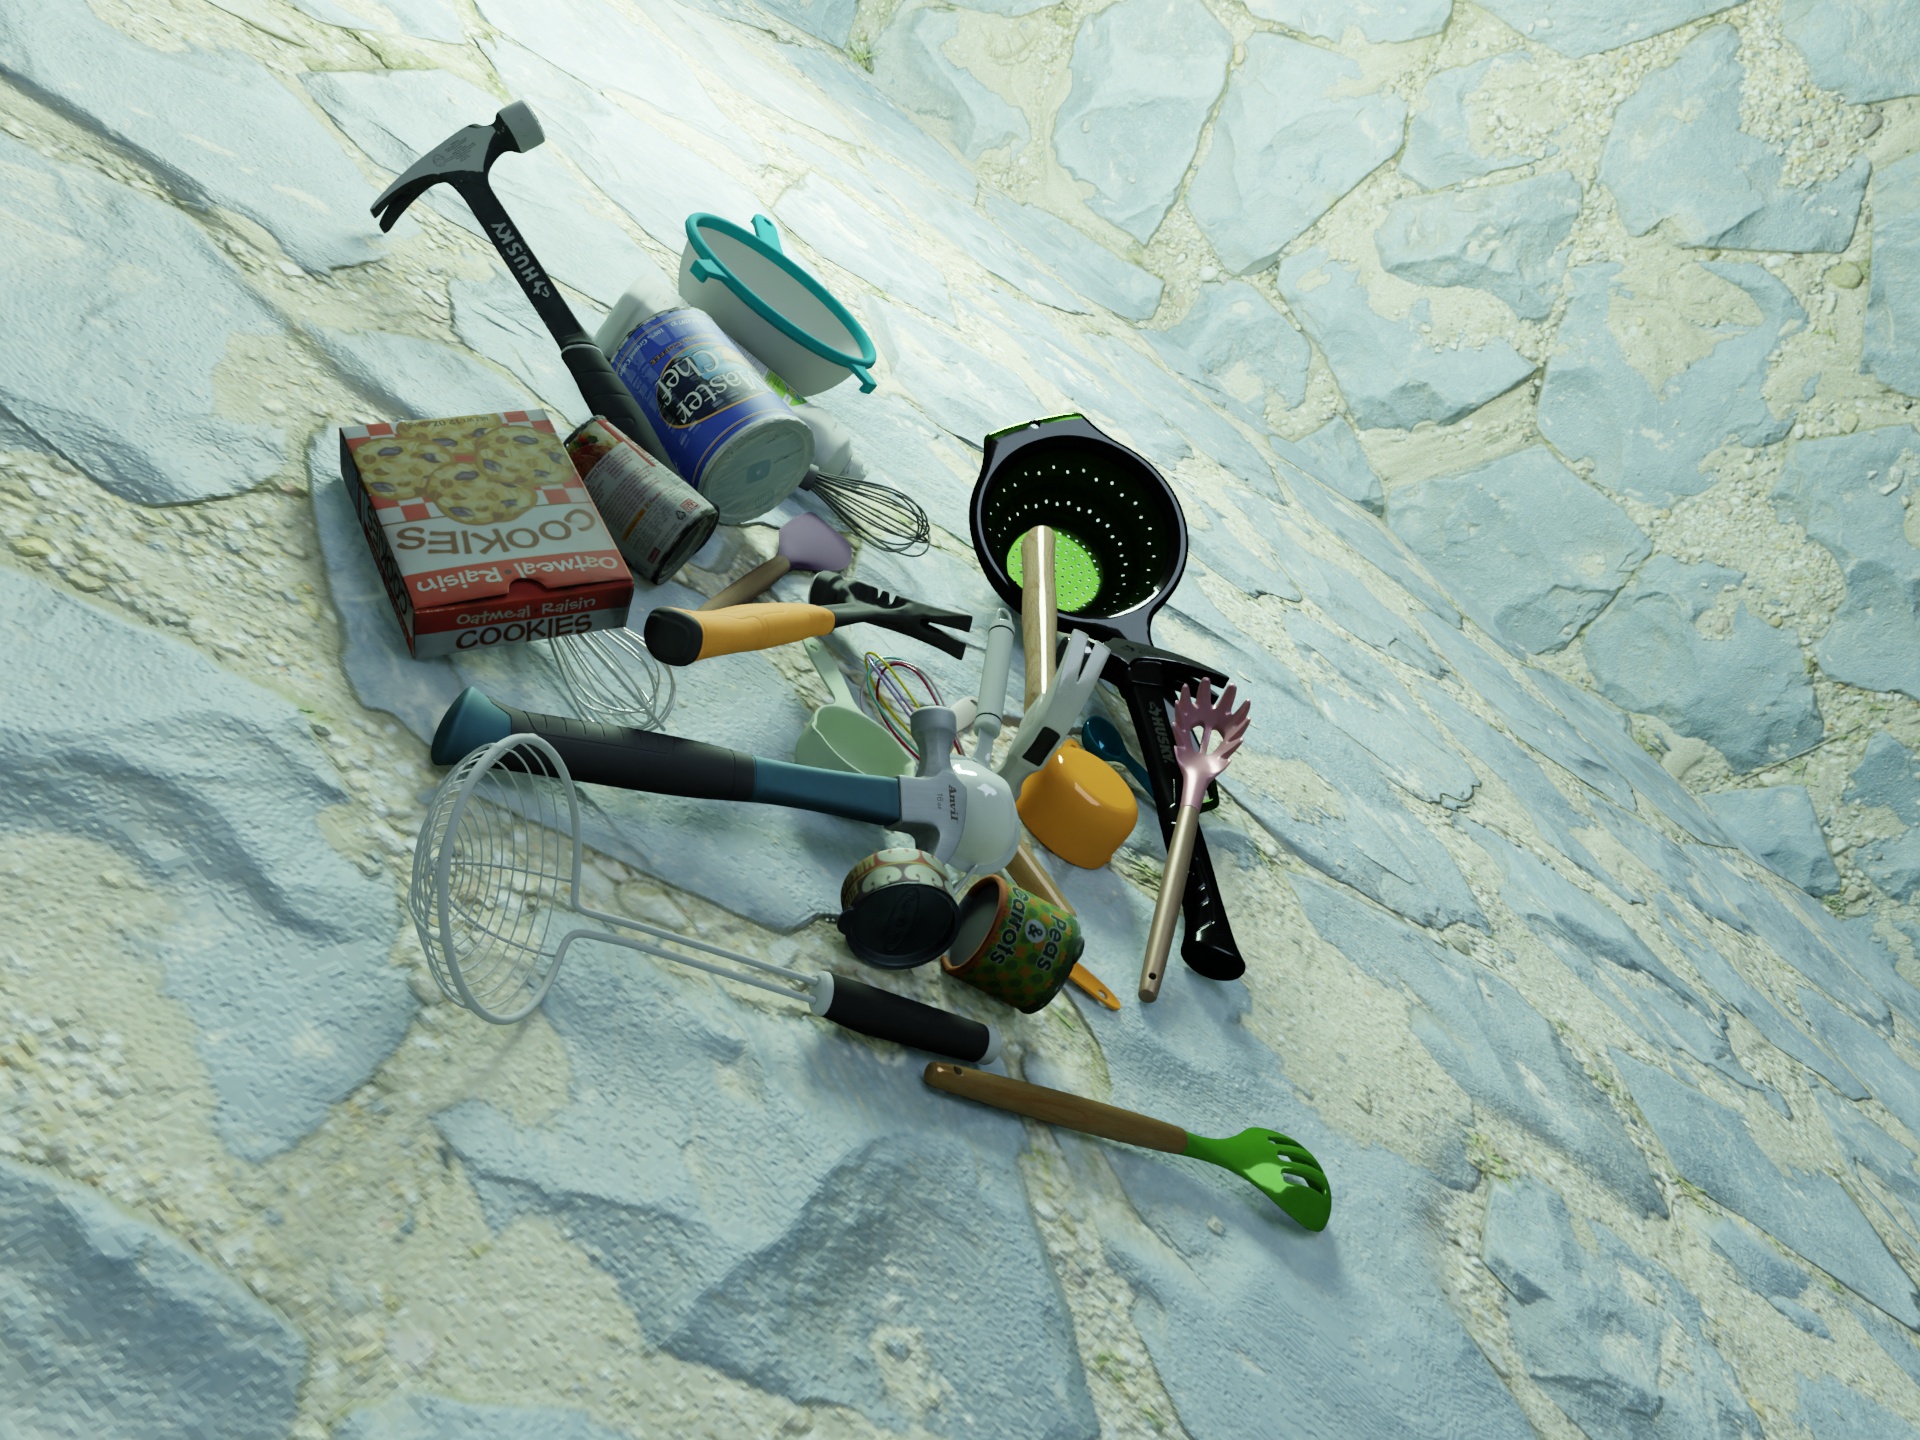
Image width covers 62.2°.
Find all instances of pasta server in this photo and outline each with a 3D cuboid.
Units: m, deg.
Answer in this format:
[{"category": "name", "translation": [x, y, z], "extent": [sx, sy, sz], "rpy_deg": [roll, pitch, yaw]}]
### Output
[{"category": "pasta server", "translation": [0.166, 0.081, 1.173], "extent": [0.060, 0.040, 0.316], "rpy_deg": [14, 42, 8]}]

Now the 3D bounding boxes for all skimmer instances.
[{"category": "skimmer", "translation": [-0.100, 0.115, 0.775], "extent": [0.363, 0.090, 0.127], "rpy_deg": [25, 60, -34]}]

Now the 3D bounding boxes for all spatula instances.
[{"category": "spatula", "translation": [-0.141, -0.109, 1.188], "extent": [0.060, 0.018, 0.316], "rpy_deg": [39, 23, -1]}]

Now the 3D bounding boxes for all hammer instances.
[{"category": "hammer", "translation": [-0.133, 0.029, 0.901], "extent": [0.330, 0.033, 0.128], "rpy_deg": [12, 64, -36]}, {"category": "hammer", "translation": [0.063, -0.070, 1.248], "extent": [0.031, 0.130, 0.332], "rpy_deg": [29, 29, -15]}, {"category": "hammer", "translation": [-0.101, -0.062, 1.045], "extent": [0.127, 0.034, 0.337], "rpy_deg": [19, 12, 16]}, {"category": "hammer", "translation": [0.171, 0.061, 1.249], "extent": [0.146, 0.035, 0.335], "rpy_deg": [8, 43, -17]}, {"category": "hammer", "translation": [-0.297, -0.286, 1.188], "extent": [0.409, 0.149, 0.036], "rpy_deg": [56, -8, 17]}]

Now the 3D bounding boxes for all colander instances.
[{"category": "colander", "translation": [0.129, -0.085, 1.441], "extent": [0.204, 0.094, 0.397], "rpy_deg": [-17, 72, -19]}]

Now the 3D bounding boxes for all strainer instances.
[{"category": "strainer", "translation": [0.018, 0.008, 1.083], "extent": [0.086, 0.050, 0.259], "rpy_deg": [31, 42, -21]}, {"category": "strainer", "translation": [-0.198, -0.400, 1.522], "extent": [0.210, 0.095, 0.341], "rpy_deg": [30, 22, -27]}]

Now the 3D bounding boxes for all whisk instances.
[{"category": "whisk", "translation": [-0.252, -0.078, 0.956], "extent": [0.246, 0.058, 0.059], "rpy_deg": [46, -9, 21]}, {"category": "whisk", "translation": [0.003, 0.046, 1.101], "extent": [0.051, 0.047, 0.245], "rpy_deg": [-15, 61, -47]}, {"category": "whisk", "translation": [-0.127, -0.201, 1.339], "extent": [0.238, 0.055, 0.055], "rpy_deg": [24, 28, -19]}]

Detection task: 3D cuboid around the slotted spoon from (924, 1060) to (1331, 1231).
[{"category": "slotted spoon", "translation": [0.110, 0.242, 0.928], "extent": [0.313, 0.031, 0.070], "rpy_deg": [23, 29, -29]}]

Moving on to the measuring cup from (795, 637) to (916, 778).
[{"category": "measuring cup", "translation": [-0.086, 0.002, 1.057], "extent": [0.083, 0.038, 0.168], "rpy_deg": [21, 26, -36]}]

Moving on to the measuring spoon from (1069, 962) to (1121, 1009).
[{"category": "measuring spoon", "translation": [0.058, 0.154, 1.028], "extent": [0.117, 0.011, 0.021], "rpy_deg": [38, 23, -11]}]

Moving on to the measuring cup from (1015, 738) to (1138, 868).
[{"category": "measuring cup", "translation": [0.094, 0.042, 1.214], "extent": [0.095, 0.052, 0.174], "rpy_deg": [35, 27, -10]}]

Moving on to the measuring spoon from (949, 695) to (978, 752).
[{"category": "measuring spoon", "translation": [-0.002, -0.004, 1.201], "extent": [0.034, 0.018, 0.124], "rpy_deg": [41, 24, 4]}]

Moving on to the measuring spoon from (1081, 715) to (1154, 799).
[{"category": "measuring spoon", "translation": [0.144, 0.050, 1.323], "extent": [0.128, 0.021, 0.042], "rpy_deg": [47, 33, -4]}]
